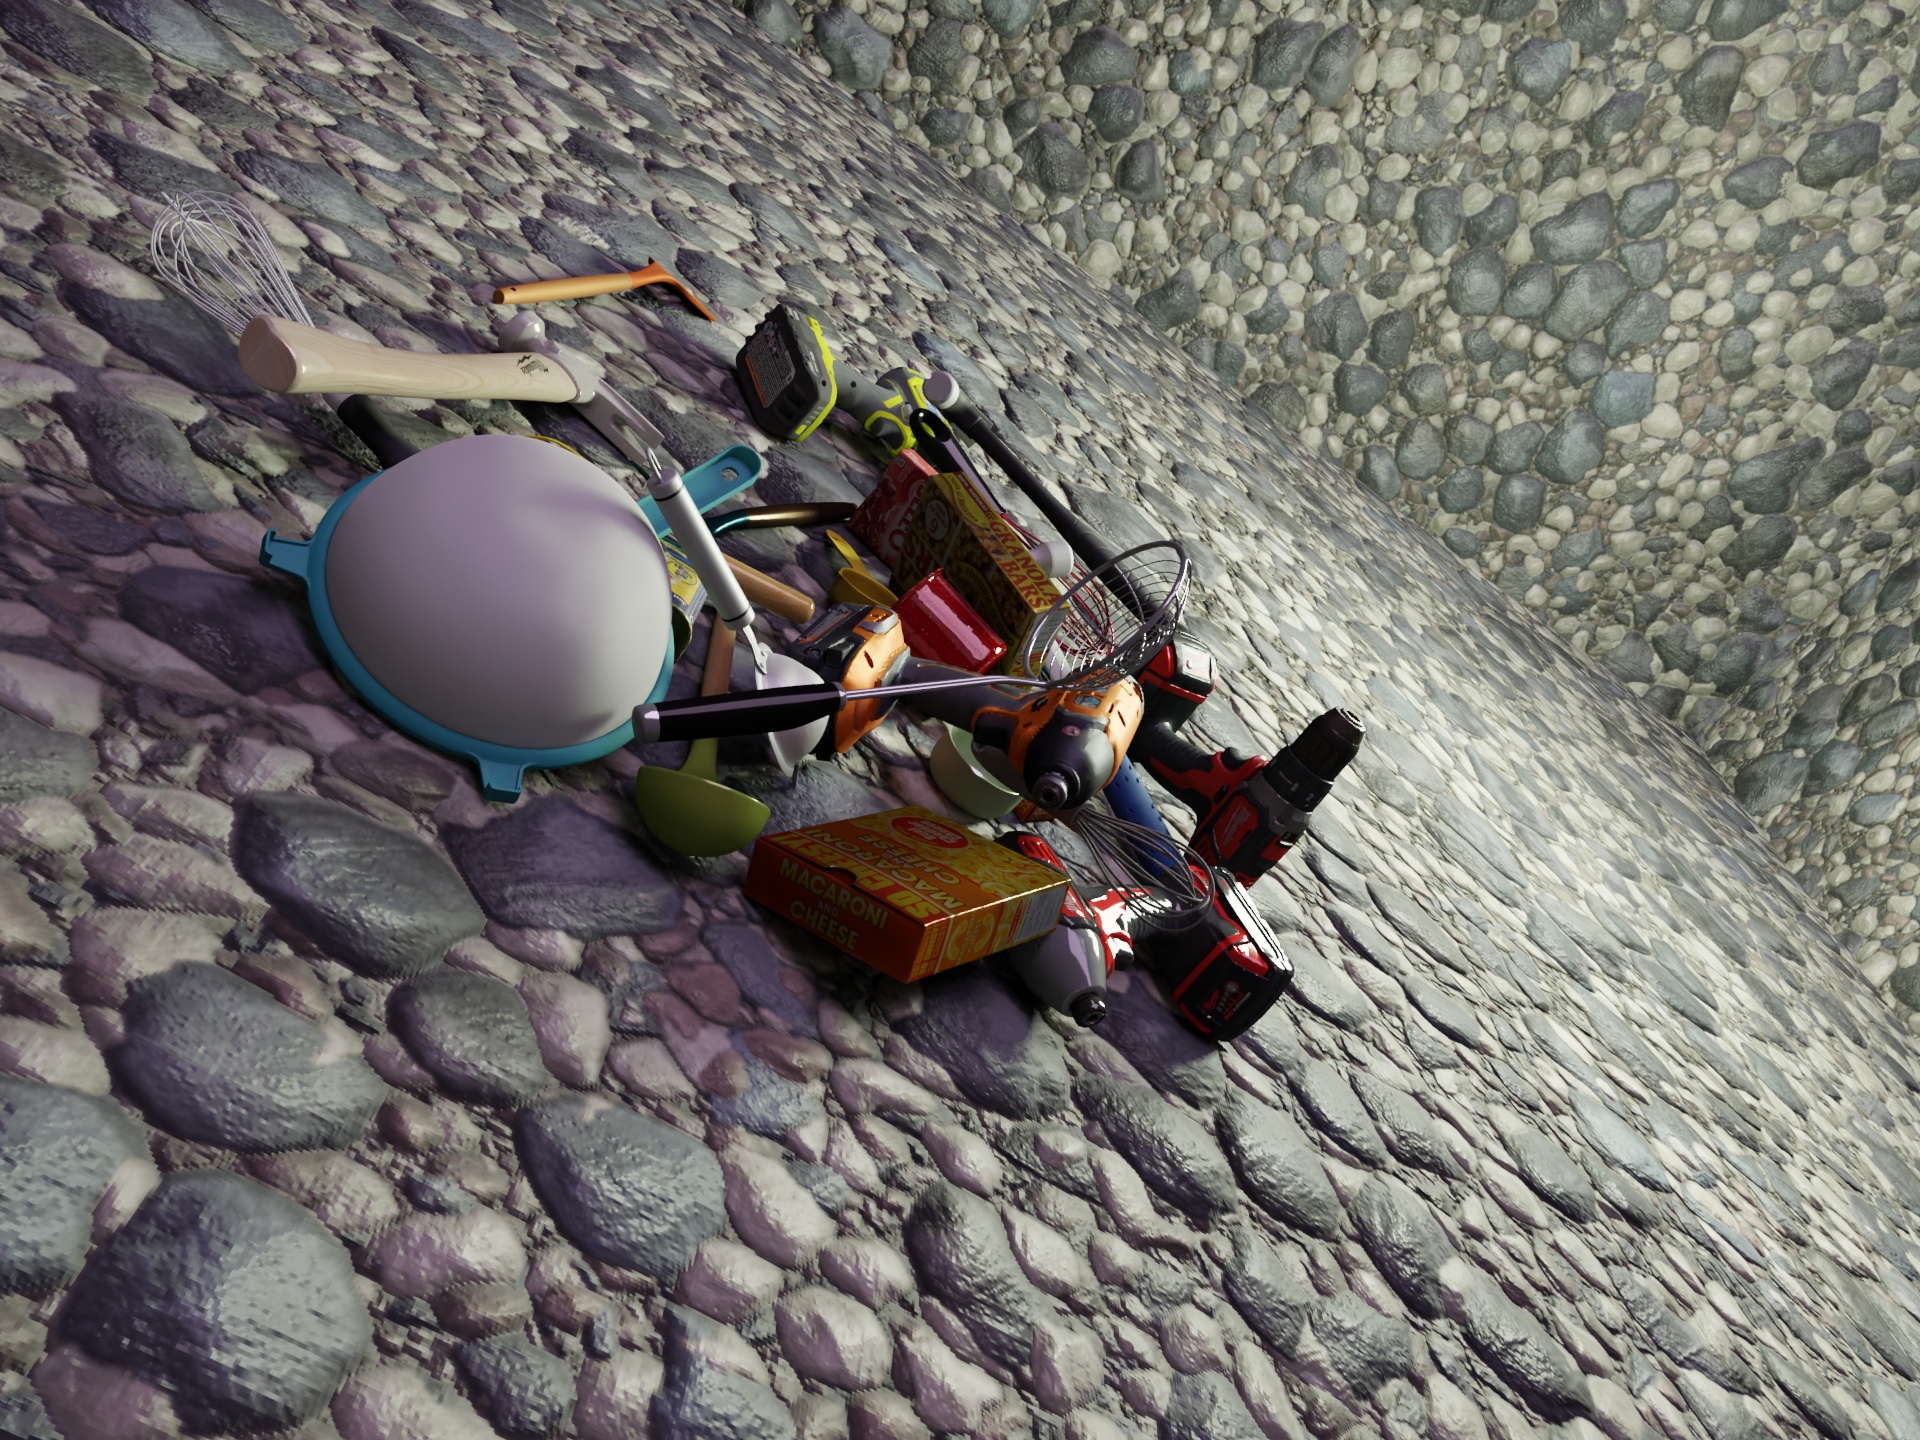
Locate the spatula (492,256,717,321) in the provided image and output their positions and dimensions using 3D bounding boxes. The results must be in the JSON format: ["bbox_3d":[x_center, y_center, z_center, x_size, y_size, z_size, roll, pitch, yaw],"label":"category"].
[{"bbox_3d":[-0.319,-0.387,1.436,0.081,0.041,0.322,42,29,5],"label":"spatula"}]

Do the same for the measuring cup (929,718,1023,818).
[{"bbox_3d":[-0.023,0.010,1.168,0.167,0.038,0.083,39,24,3],"label":"measuring cup"}]

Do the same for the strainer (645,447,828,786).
[{"bbox_3d":[-0.128,-0.057,0.949,0.087,0.050,0.258,-96,166,-50],"label":"strainer"}]

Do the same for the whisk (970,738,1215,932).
[{"bbox_3d":[0.080,0.067,1.059,0.055,0.055,0.239,14,16,-44],"label":"whisk"}]

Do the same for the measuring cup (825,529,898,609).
[{"bbox_3d":[-0.093,-0.117,1.308,0.062,0.029,0.157,24,17,-29],"label":"measuring cup"}]

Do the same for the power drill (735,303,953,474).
[{"bbox_3d":[-0.092,-0.290,1.527,0.228,0.080,0.191,19,38,-43],"label":"power drill"}]

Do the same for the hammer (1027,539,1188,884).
[{"bbox_3d":[0.099,0.002,1.316,0.144,0.035,0.406,-8,53,-25],"label":"hammer"}]

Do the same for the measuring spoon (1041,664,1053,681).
[{"bbox_3d":[0.058,-0.060,1.429,0.128,0.021,0.042,52,25,5],"label":"measuring spoon"}]

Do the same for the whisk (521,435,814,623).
[{"bbox_3d":[-0.207,-0.129,1.106,0.244,0.047,0.051,27,-2,-24],"label":"whisk"}]

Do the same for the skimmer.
[{"bbox_3d":[-0.022,-0.050,0.960,0.363,0.090,0.127,-8,9,-27],"label":"skimmer"}]

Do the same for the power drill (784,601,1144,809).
[{"bbox_3d":[-0.002,-0.003,1.054,0.226,0.084,0.164,14,25,11],"label":"power drill"}]

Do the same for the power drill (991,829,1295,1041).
[{"bbox_3d":[0.117,0.152,1.081,0.219,0.078,0.143,14,34,-38],"label":"power drill"}]

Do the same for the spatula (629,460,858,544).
[{"bbox_3d":[-0.155,-0.170,1.274,0.082,0.044,0.317,41,23,13],"label":"spatula"}]

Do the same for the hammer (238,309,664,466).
[{"bbox_3d":[-0.325,-0.221,1.048,0.146,0.038,0.411,42,15,0],"label":"hammer"}]

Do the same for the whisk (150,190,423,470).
[{"bbox_3d":[-0.410,-0.228,1.005,0.284,0.070,0.070,48,25,4],"label":"whisk"}]

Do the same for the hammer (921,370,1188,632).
[{"bbox_3d":[0.093,-0.193,1.505,0.335,0.035,0.146,48,7,11],"label":"hammer"}]

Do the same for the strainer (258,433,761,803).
[{"bbox_3d":[-0.209,-0.114,0.924,0.211,0.095,0.340,46,44,1],"label":"strainer"}]

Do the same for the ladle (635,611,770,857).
[{"bbox_3d":[-0.153,-0.015,1.004,0.078,0.062,0.320,21,26,-15],"label":"ladle"}]

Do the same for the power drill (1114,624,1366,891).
[{"bbox_3d":[0.219,0.015,1.326,0.080,0.188,0.227,17,29,-43],"label":"power drill"}]

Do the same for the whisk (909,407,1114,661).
[{"bbox_3d":[0.046,-0.174,1.494,0.296,0.073,0.073,52,25,2],"label":"whisk"}]
